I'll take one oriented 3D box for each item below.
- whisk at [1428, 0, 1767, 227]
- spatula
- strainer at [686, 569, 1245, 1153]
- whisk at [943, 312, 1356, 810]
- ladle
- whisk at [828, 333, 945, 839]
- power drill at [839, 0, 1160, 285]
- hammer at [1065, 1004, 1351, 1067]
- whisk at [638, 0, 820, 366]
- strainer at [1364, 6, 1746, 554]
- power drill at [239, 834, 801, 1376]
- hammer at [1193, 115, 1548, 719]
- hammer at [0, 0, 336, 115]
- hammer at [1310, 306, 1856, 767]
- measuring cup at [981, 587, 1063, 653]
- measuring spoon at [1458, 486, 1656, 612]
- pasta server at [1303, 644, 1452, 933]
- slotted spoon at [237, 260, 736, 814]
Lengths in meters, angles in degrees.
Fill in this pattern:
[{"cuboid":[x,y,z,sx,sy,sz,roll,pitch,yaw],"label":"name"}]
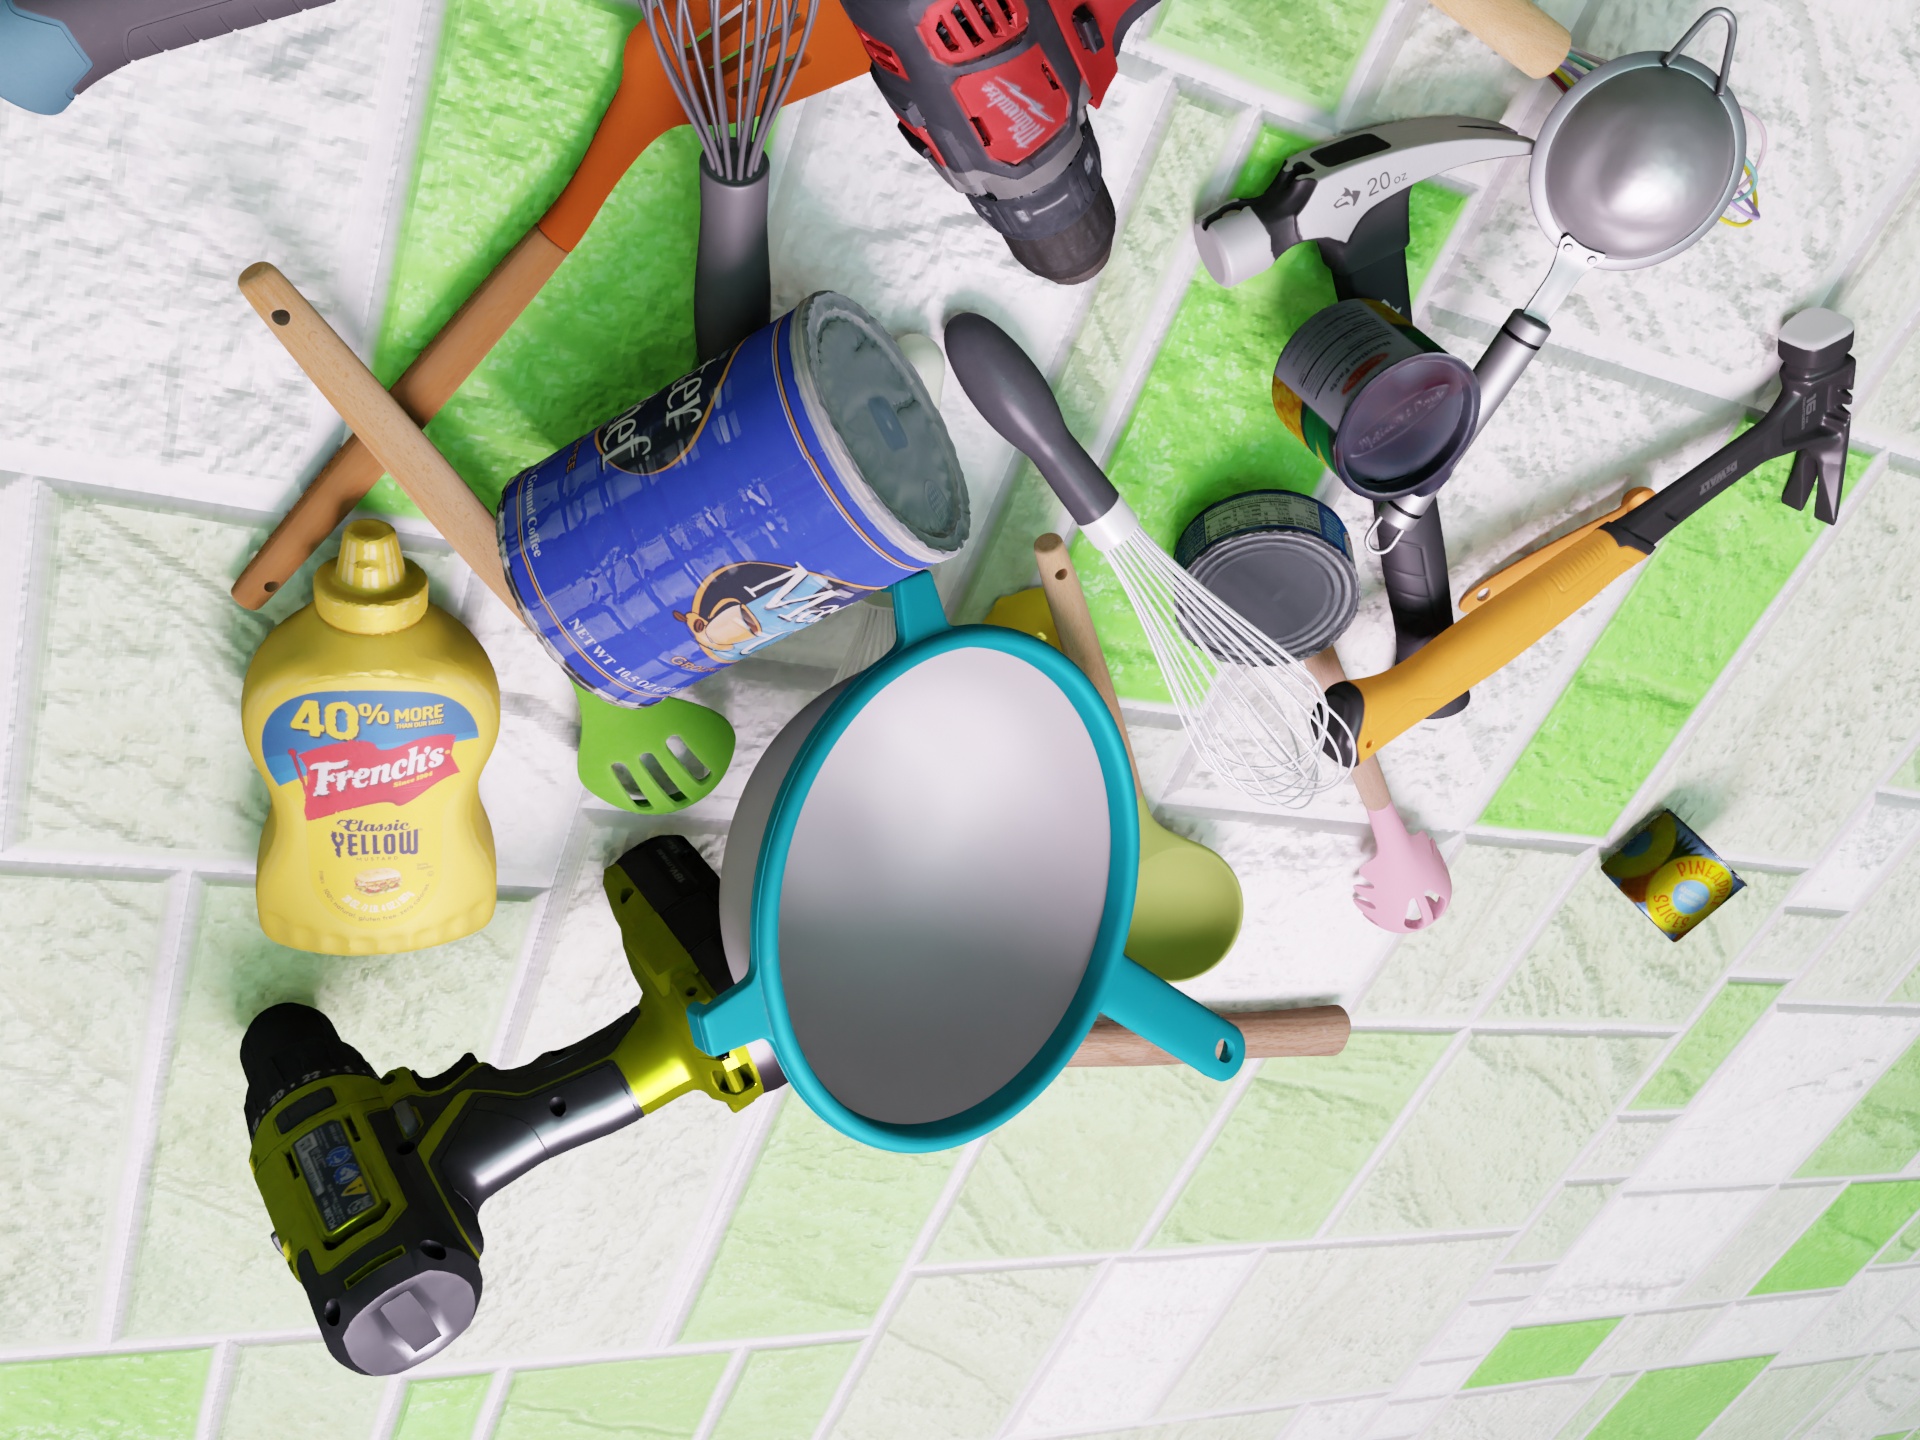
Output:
[{"cuboid":[0.258,-0.269,0.662,0.244,0.051,0.047,18,96,-30],"label":"whisk"},{"cuboid":[-0.156,-0.148,0.562,0.322,0.041,0.081,-44,153,14],"label":"spatula"},{"cuboid":[0.012,0.090,0.703,0.340,0.095,0.211,37,70,-43],"label":"strainer"},{"cuboid":[0.082,-0.063,0.695,0.070,0.070,0.284,-38,113,7],"label":"whisk"},{"cuboid":[0.083,0.029,0.773,0.078,0.062,0.319,-29,140,-5],"label":"ladle"},{"cuboid":[-0.035,-0.046,0.690,0.059,0.058,0.246,-32,139,-51],"label":"whisk"},{"cuboid":[0.076,-0.260,0.538,0.226,0.080,0.187,-39,154,6],"label":"power drill"},{"cuboid":[0.095,0.195,0.952,0.331,0.031,0.130,3,124,-27],"label":"hammer"},{"cuboid":[-0.077,-0.180,0.519,0.055,0.055,0.238,-14,157,-14],"label":"whisk"},{"cuboid":[0.248,-0.172,0.676,0.087,0.050,0.258,23,123,-9],"label":"strainer"},{"cuboid":[-0.198,0.148,0.701,0.228,0.191,0.080,-30,134,-20],"label":"power drill"},{"cuboid":[0.213,-0.123,0.755,0.146,0.035,0.334,-27,132,-2],"label":"hammer"},{"cuboid":[-0.138,-0.251,0.481,0.331,0.033,0.128,-20,151,-5],"label":"hammer"},{"cuboid":[0.320,-0.074,0.809,0.337,0.034,0.127,-33,132,-9],"label":"hammer"},{"cuboid":[-0.001,-0.002,0.754,0.156,0.029,0.062,-37,132,7],"label":"measuring cup"},{"cuboid":[0.315,-0.091,0.844,0.117,0.011,0.021,-31,132,6],"label":"measuring spoon"},{"cuboid":[0.220,0.023,0.880,0.060,0.040,0.315,-31,128,1],"label":"pasta server"},{"cuboid":[-0.172,-0.050,0.618,0.070,0.031,0.313,-26,138,3],"label":"slotted spoon"}]
